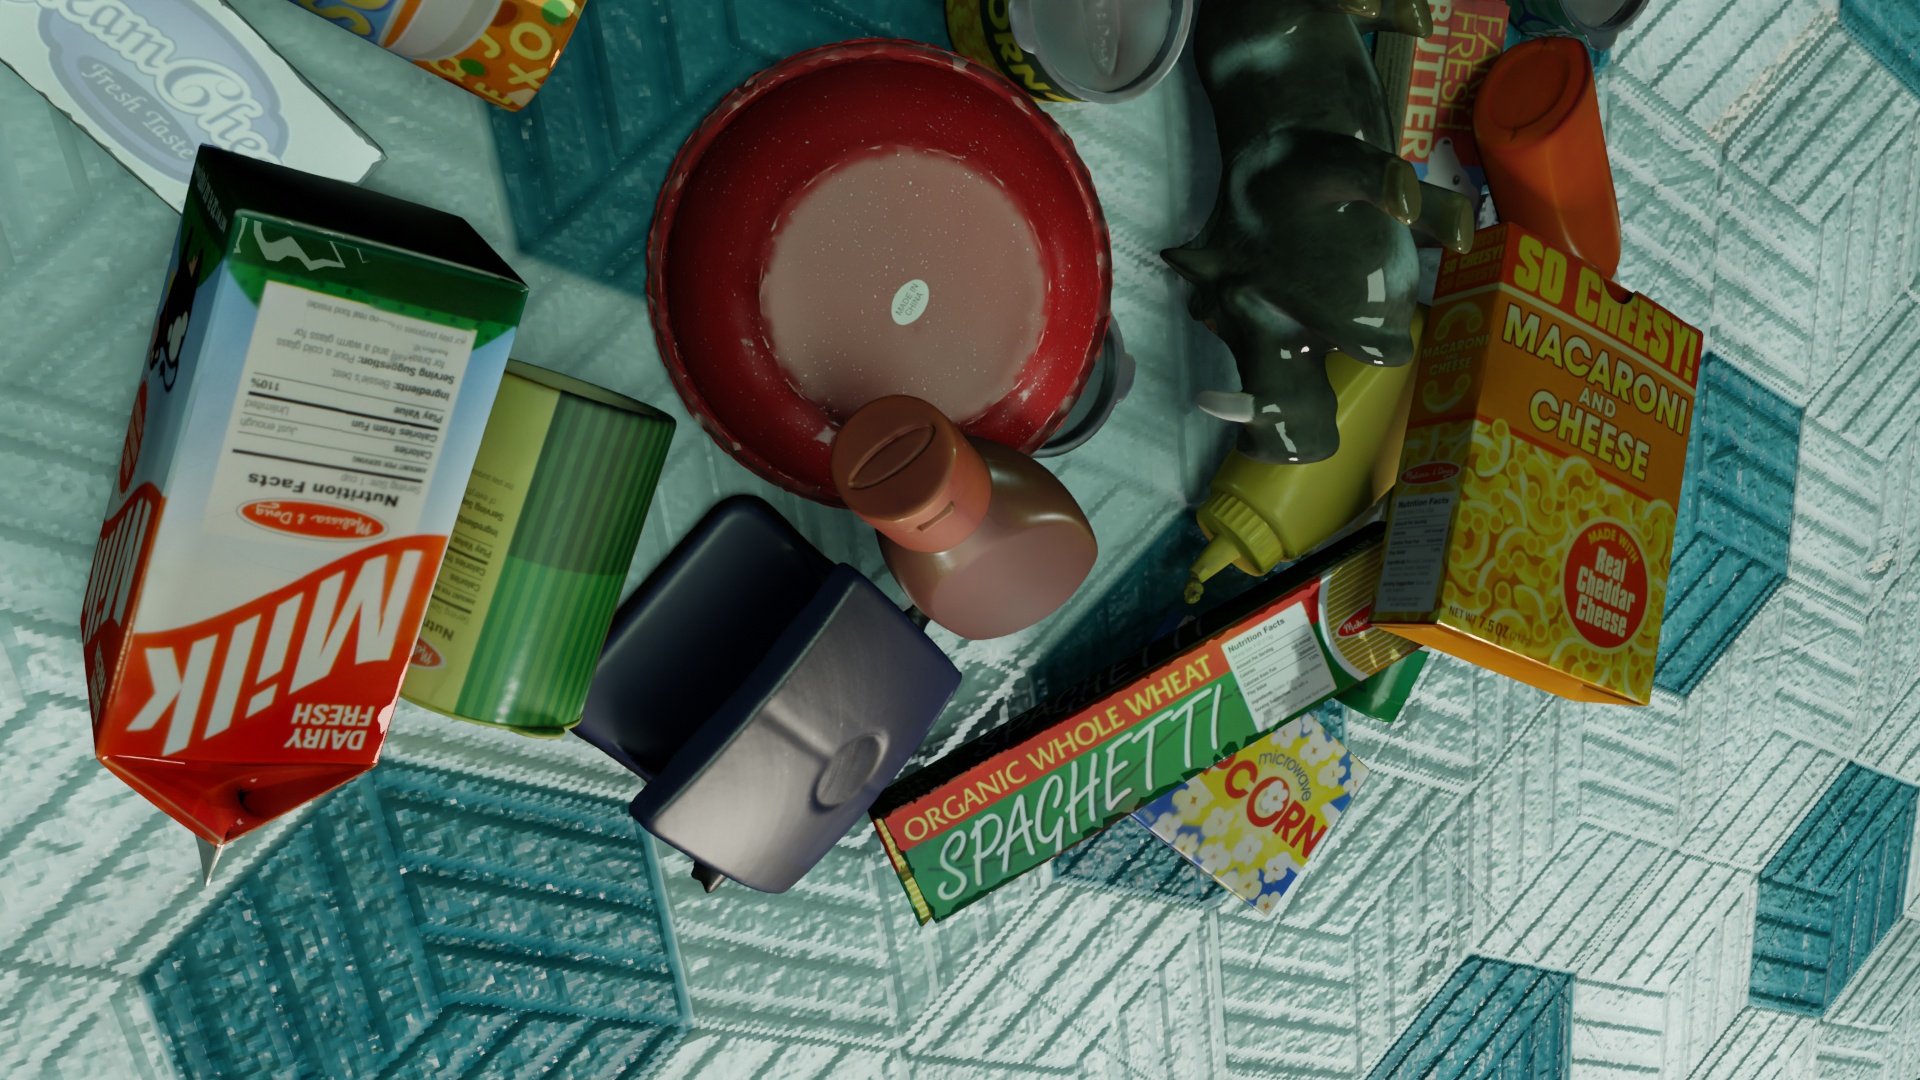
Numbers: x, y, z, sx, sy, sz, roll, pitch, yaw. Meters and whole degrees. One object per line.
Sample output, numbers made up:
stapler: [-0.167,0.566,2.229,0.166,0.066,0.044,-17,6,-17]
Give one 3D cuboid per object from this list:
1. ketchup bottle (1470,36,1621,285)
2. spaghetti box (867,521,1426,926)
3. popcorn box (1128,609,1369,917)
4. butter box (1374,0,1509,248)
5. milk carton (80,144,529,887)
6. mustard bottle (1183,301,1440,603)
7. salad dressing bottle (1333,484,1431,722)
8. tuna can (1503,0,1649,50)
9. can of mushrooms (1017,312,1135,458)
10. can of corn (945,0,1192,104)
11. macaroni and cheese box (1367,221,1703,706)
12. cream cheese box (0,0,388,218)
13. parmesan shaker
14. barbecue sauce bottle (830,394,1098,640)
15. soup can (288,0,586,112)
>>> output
ketchup bottle: [0.260,-0.141,0.601,0.148,0.043,0.065,48,59,-45]
spaghetti box: [0.082,0.068,0.553,0.251,0.028,0.050,-27,101,-12]
popcorn box: [0.115,0.100,0.616,0.126,0.038,0.085,41,83,-31]
butter box: [0.198,-0.176,0.587,0.053,0.024,0.103,-4,107,-28]
milk carton: [-0.192,-0.002,0.388,0.073,0.072,0.190,11,108,-39]
mustard bottle: [0.146,-0.033,0.588,0.160,0.049,0.065,-43,123,-10]
salad dressing bottle: [0.212,0.010,0.630,0.044,0.064,0.147,12,105,-47]
tuna can: [0.266,-0.247,0.597,0.071,0.033,0.071,-8,109,-26]
can of mushrooms: [0.028,-0.066,0.524,0.071,0.033,0.070,-8,108,-26]
can of corn: [0.034,-0.184,0.477,0.071,0.058,0.071,-9,109,-26]
macaroni and cheese box: [0.240,-0.029,0.568,0.124,0.040,0.166,20,78,-25]
cream cheese box: [-0.217,-0.127,0.380,0.053,0.024,0.103,-49,121,-9]
parmesan shaker: [-0.133,0.001,0.435,0.071,0.071,0.103,17,96,-31]
barbecue sauce bottle: [0.002,-0.006,0.441,0.065,0.044,0.148,-35,160,5]
soup can: [-0.148,-0.165,0.378,0.084,0.071,0.071,22,94,-31]
